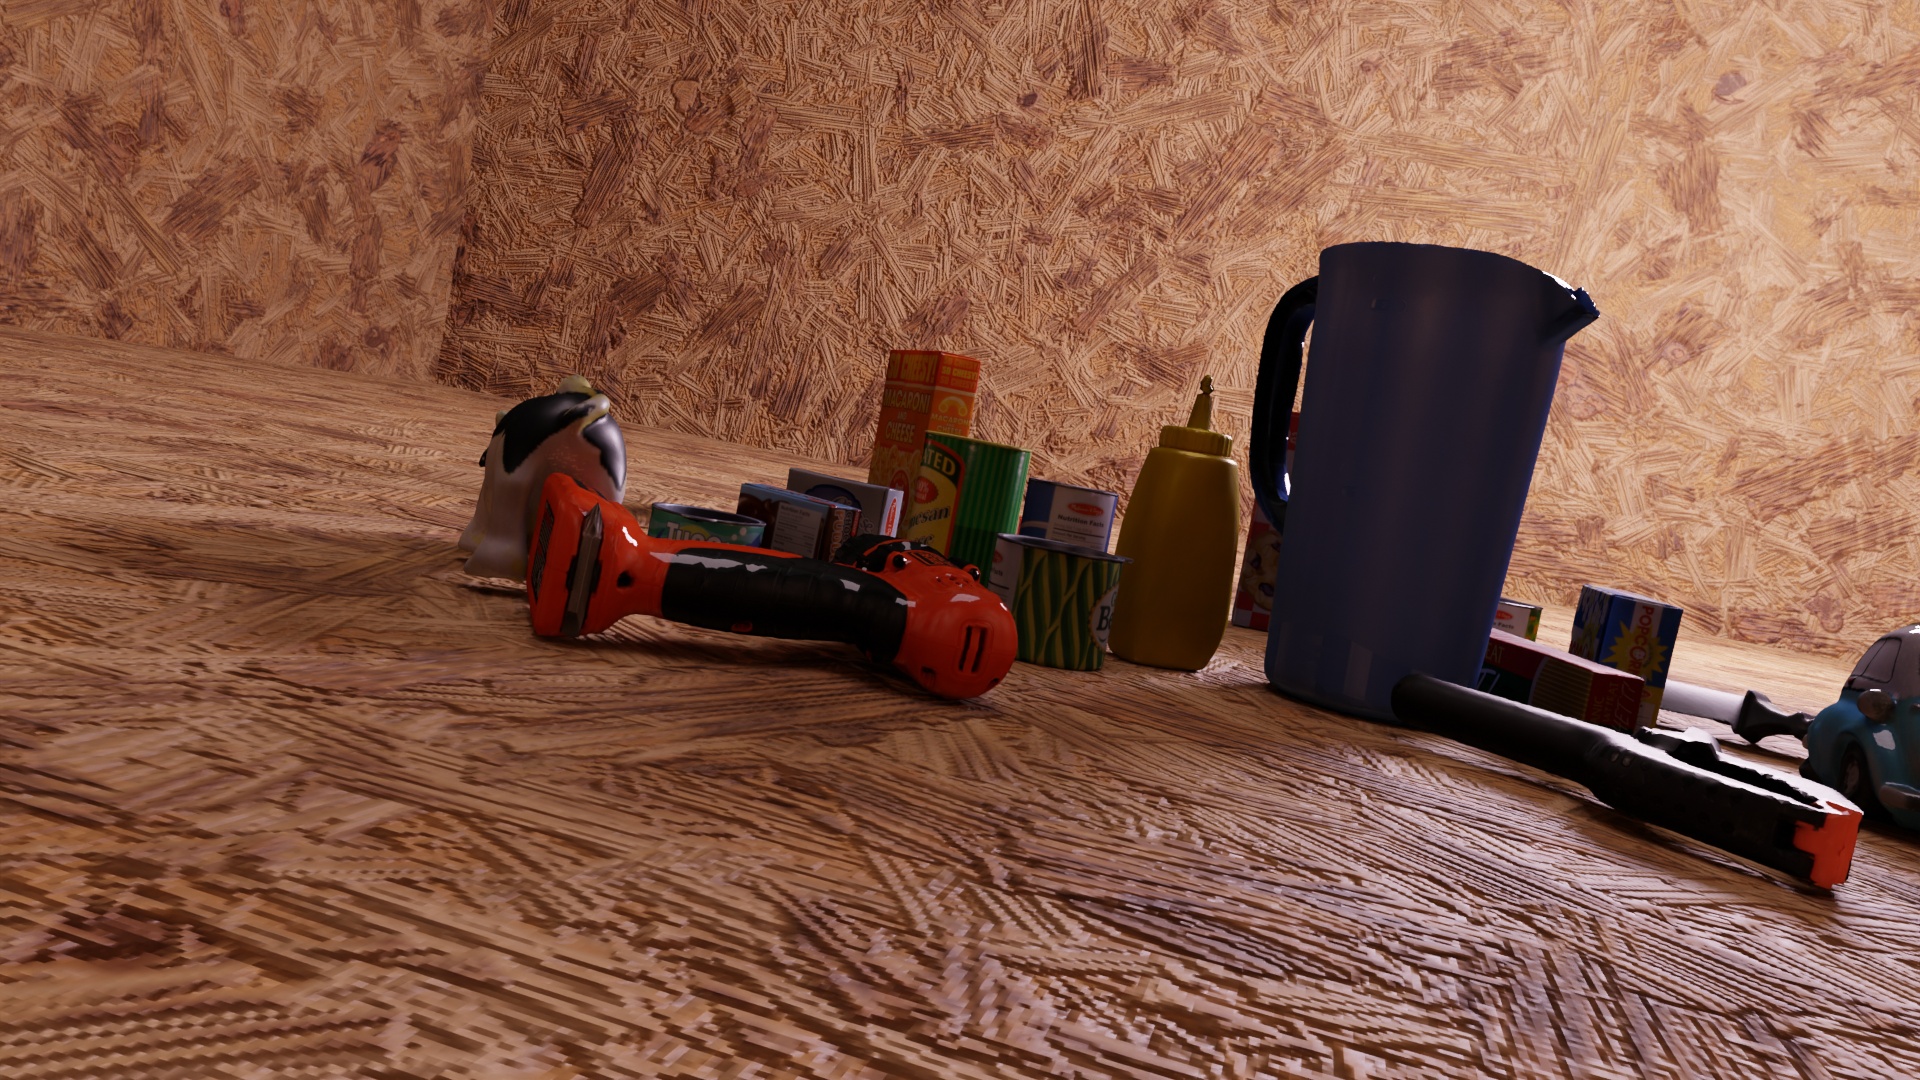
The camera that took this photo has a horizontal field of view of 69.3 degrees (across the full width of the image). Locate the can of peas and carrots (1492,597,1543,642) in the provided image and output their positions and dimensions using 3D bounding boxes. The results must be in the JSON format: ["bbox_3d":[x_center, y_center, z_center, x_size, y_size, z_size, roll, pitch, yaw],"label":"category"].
[{"bbox_3d":[0.392,0.071,1.031,0.071,0.058,0.071,11,4,-1],"label":"can of peas and carrots"}]

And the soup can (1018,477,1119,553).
[{"bbox_3d":[0.073,0.001,1.001,0.071,0.083,0.071,11,4,-1],"label":"soup can"}]

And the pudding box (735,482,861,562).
[{"bbox_3d":[-0.104,-0.005,0.863,0.084,0.049,0.030,14,5,39],"label":"pudding box"}]

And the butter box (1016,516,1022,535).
[{"bbox_3d":[0.020,0.006,1.011,0.024,0.053,0.103,12,4,22],"label":"butter box"}]

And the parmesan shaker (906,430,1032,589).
[{"bbox_3d":[0.003,-0.011,0.844,0.071,0.103,0.071,11,4,-1],"label":"parmesan shaker"}]

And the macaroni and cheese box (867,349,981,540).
[{"bbox_3d":[-0.036,-0.074,1.162,0.040,0.166,0.124,9,4,-24],"label":"macaroni and cheese box"}]

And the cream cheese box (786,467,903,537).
[{"bbox_3d":[-0.096,-0.023,1.104,0.104,0.053,0.024,13,5,34],"label":"cream cheese box"}]

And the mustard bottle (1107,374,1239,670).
[{"bbox_3d":[0.122,-0.011,0.760,0.065,0.160,0.049,9,4,-22],"label":"mustard bottle"}]

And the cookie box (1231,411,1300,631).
[{"bbox_3d":[0.282,-0.007,1.052,0.123,0.167,0.040,11,4,9],"label":"cookie box"}]

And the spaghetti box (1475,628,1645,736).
[{"bbox_3d":[0.300,0.077,0.781,0.029,0.050,0.250,10,4,-5],"label":"spaghetti box"}]

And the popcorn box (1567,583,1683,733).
[{"bbox_3d":[0.375,0.072,0.798,0.038,0.085,0.127,12,4,17],"label":"popcorn box"}]

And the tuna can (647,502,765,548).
[{"bbox_3d":[-0.148,0.000,0.803,0.071,0.033,0.071,11,4,-1],"label":"tuna can"}]

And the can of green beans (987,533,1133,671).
[{"bbox_3d":[0.046,0.031,0.706,0.071,0.057,0.071,11,4,-1],"label":"can of green beans"}]
